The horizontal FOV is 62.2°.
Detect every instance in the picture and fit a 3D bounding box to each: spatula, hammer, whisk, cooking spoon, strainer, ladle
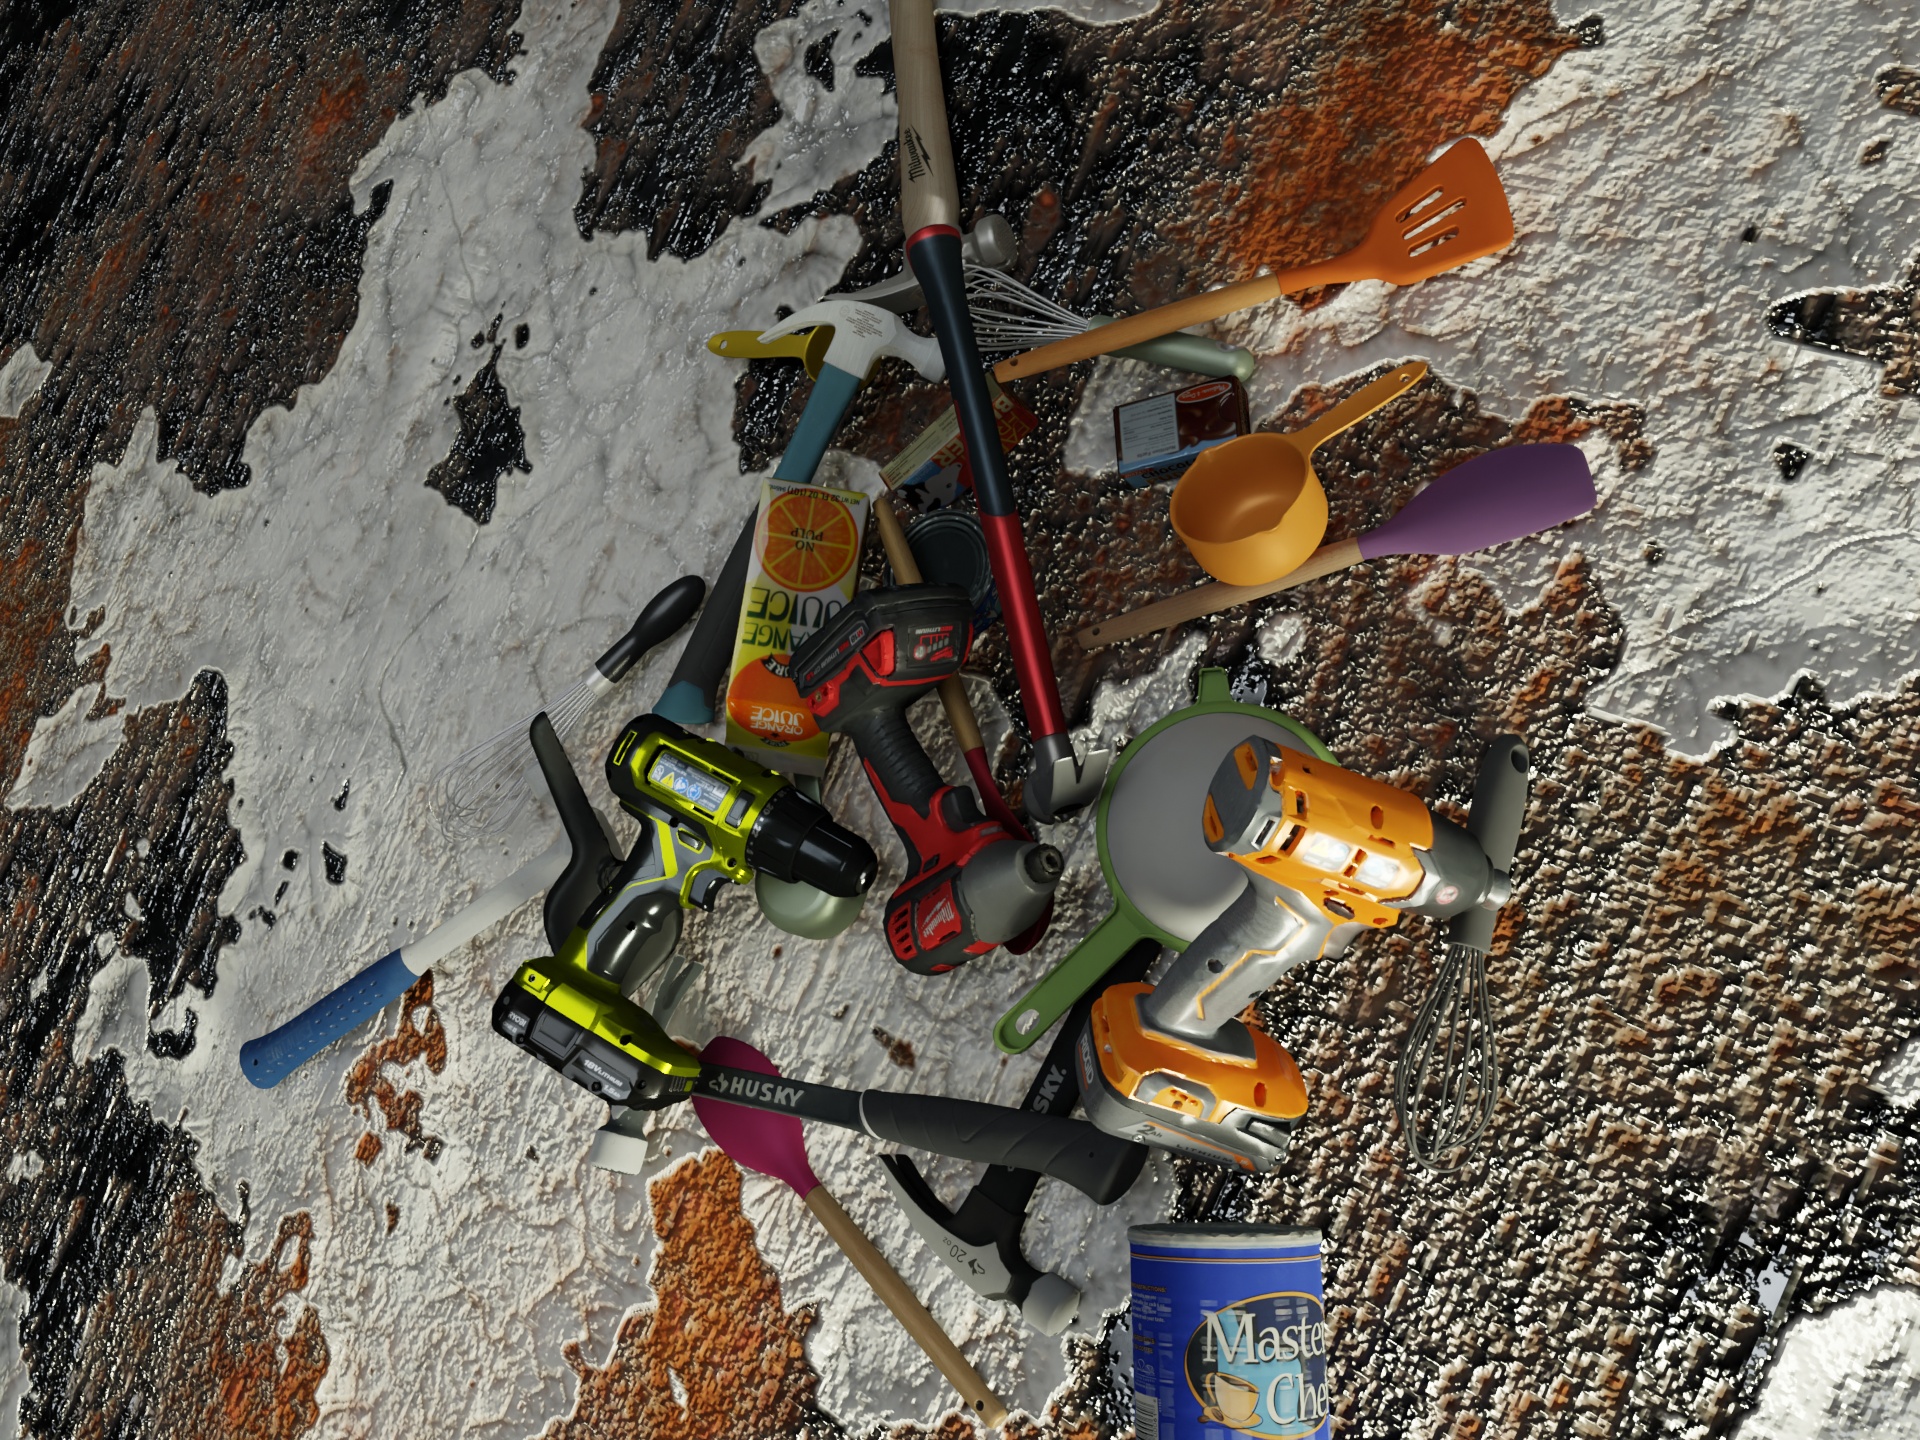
[{"bbox_3d":[0.215,-0.097,0.955,0.316,0.018,0.060,-19,62,23],"label":"spatula"},{"bbox_3d":[0.073,0.180,0.952,0.146,0.035,0.335,27,91,31],"label":"hammer"},{"bbox_3d":[0.082,-0.259,1.060,0.246,0.058,0.059,20,122,29],"label":"whisk"},{"bbox_3d":[-0.405,0.182,1.202,0.405,0.035,0.144,-33,86,23],"label":"hammer"},{"bbox_3d":[0.275,0.121,0.851,0.055,0.055,0.239,8,77,31],"label":"whisk"},{"bbox_3d":[-0.078,0.318,1.009,0.319,0.017,0.069,41,99,32],"label":"cooking spoon"},{"bbox_3d":[0.107,0.095,0.894,0.256,0.069,0.152,-45,71,3],"label":"strainer"},{"bbox_3d":[-0.002,-0.003,1.017,0.069,0.031,0.316,-42,64,53],"label":"ladle"},{"bbox_3d":[0.024,-0.134,0.973,0.038,0.143,0.386,-11,78,-6],"label":"hammer"},{"bbox_3d":[-0.067,0.234,0.979,0.409,0.036,0.149,0,68,36],"label":"hammer"},{"bbox_3d":[-0.132,-0.143,1.131,0.128,0.033,0.331,26,97,-2],"label":"hammer"},{"bbox_3d":[-0.294,-0.008,1.198,0.284,0.070,0.070,-43,61,7],"label":"whisk"},{"bbox_3d":[0.173,-0.269,0.989,0.322,0.041,0.081,-16,69,11],"label":"spatula"},{"bbox_3d":[-0.042,-0.498,1.194,0.146,0.038,0.411,-13,71,27],"label":"hammer"}]

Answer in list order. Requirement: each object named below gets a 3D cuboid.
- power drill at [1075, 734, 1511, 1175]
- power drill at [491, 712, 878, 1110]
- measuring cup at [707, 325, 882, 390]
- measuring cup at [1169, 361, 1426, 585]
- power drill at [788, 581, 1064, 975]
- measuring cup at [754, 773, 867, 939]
[{"bbox_3d":[0.172,0.128,0.830,0.084,0.164,0.226,-96,28,-61],"label":"power drill"},{"bbox_3d":[-0.177,0.130,1.023,0.191,0.080,0.228,27,83,17],"label":"power drill"},{"bbox_3d":[-0.124,-0.274,1.186,0.157,0.029,0.062,12,83,33],"label":"measuring cup"},{"bbox_3d":[0.210,-0.147,0.949,0.173,0.052,0.095,-34,42,4],"label":"measuring cup"},{"bbox_3d":[-0.015,0.034,0.962,0.143,0.078,0.220,-36,70,47],"label":"power drill"},{"bbox_3d":[-0.110,0.065,1.080,0.083,0.038,0.168,-17,71,25],"label":"measuring cup"}]
